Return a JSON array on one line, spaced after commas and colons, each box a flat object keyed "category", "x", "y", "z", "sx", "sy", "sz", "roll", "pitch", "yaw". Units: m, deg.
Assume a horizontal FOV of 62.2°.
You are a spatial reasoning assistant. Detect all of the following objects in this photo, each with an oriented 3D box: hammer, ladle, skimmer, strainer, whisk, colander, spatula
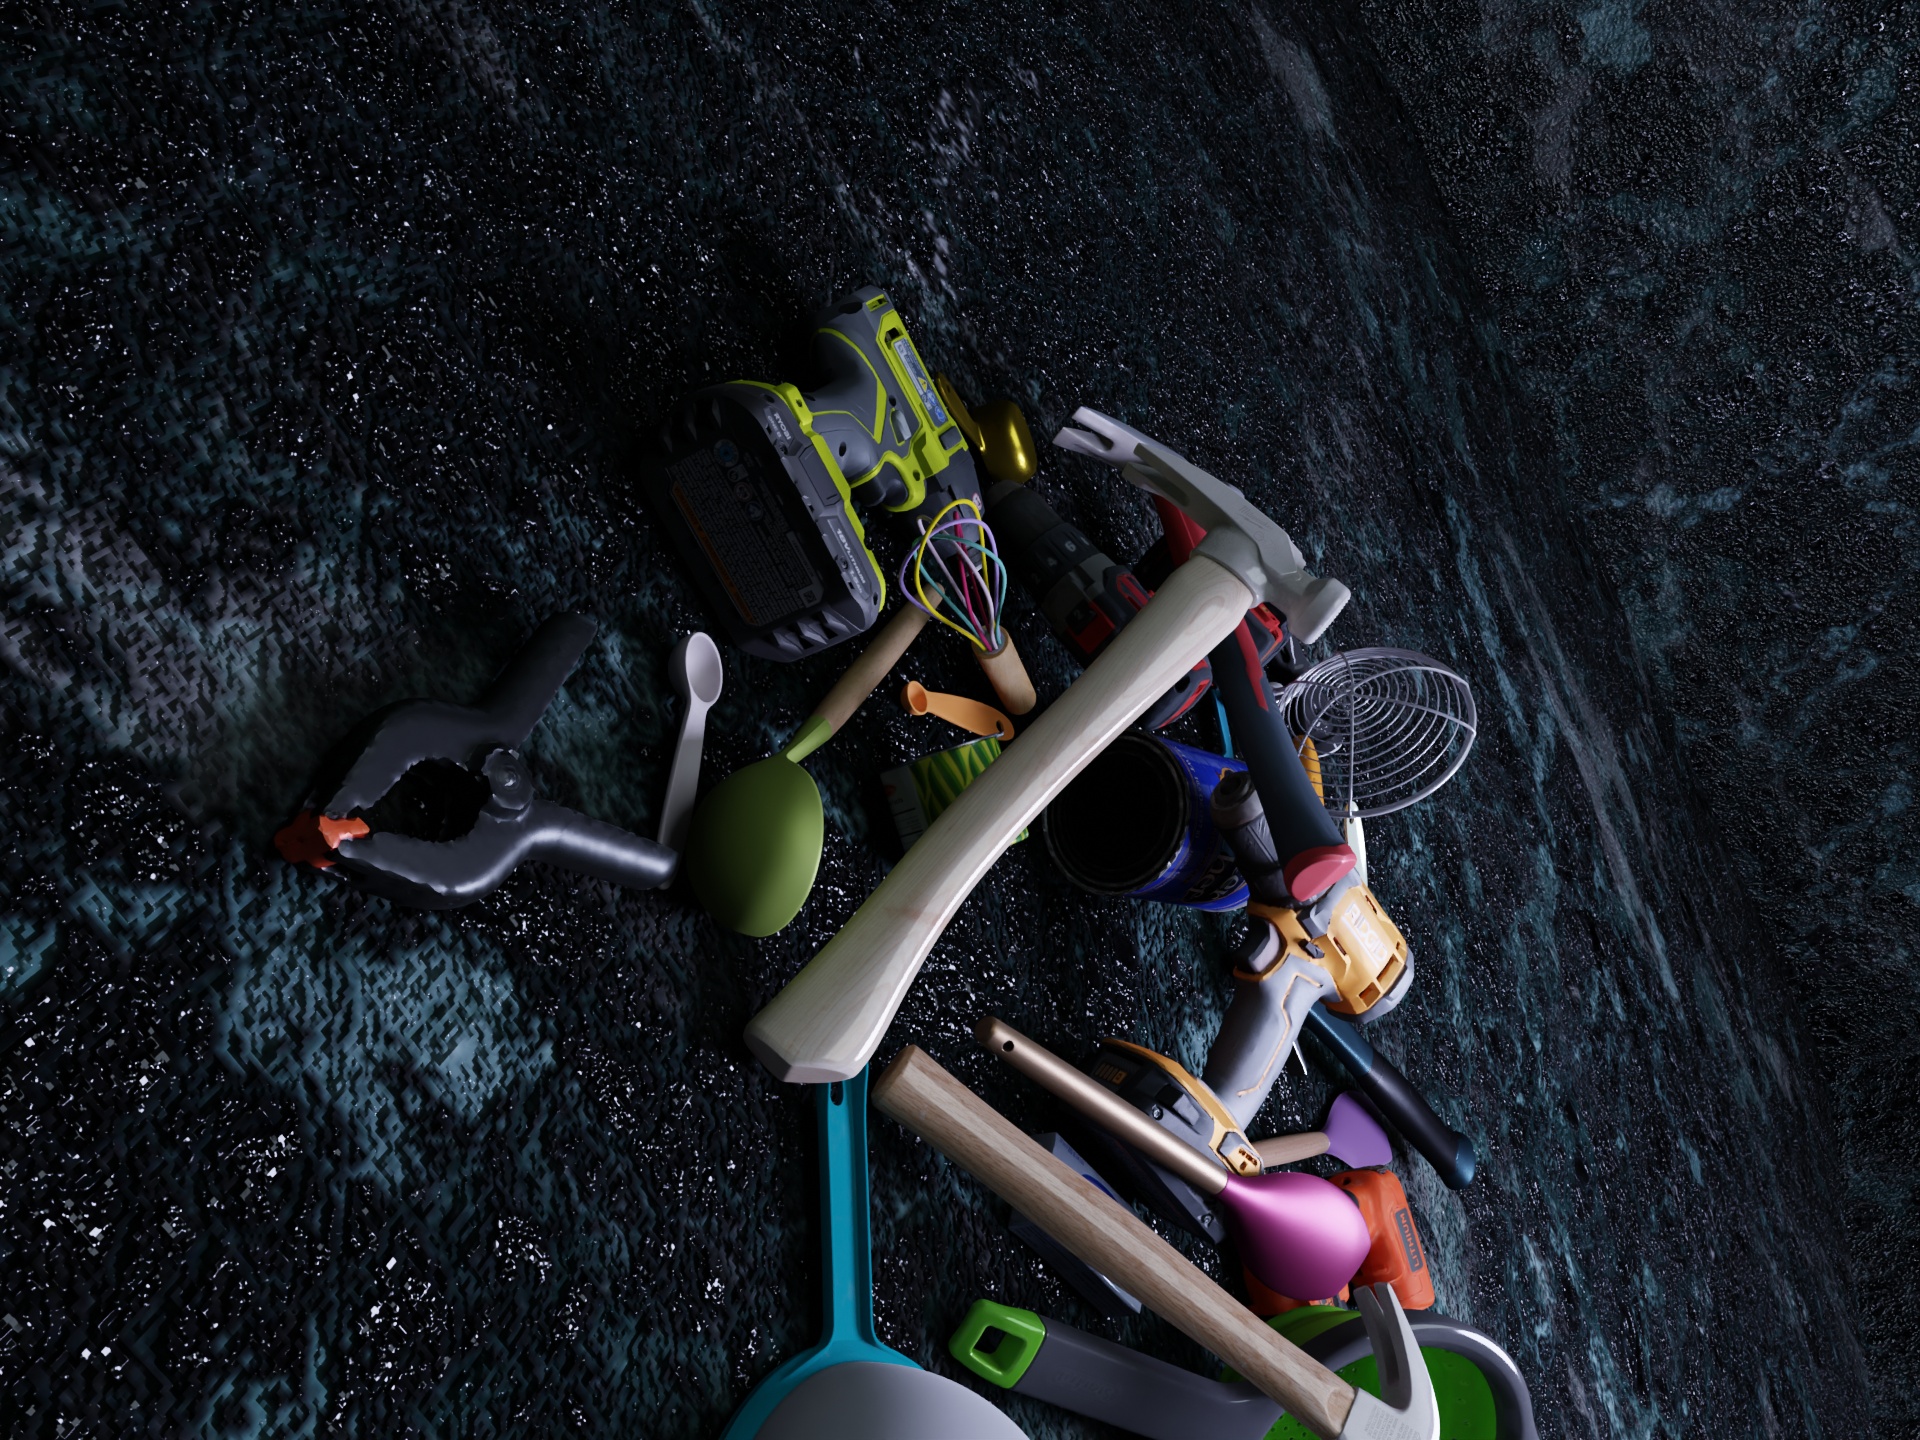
[{"category": "hammer", "x": 0.097, "y": 0.268, "z": 0.774, "sx": 0.331, "sy": 0.031, "sz": 0.130, "roll": 38, "pitch": 55, "yaw": -3}, {"category": "hammer", "x": 0.304, "y": 0.257, "z": 1.180, "sx": 0.330, "sy": 0.033, "sz": 0.128, "roll": 46, "pitch": 51, "yaw": -33}, {"category": "hammer", "x": 0.146, "y": -0.052, "z": 0.940, "sx": 0.143, "sy": 0.038, "sz": 0.387, "roll": 24, "pitch": 34, "yaw": -26}, {"category": "hammer", "x": 0.260, "y": 0.030, "z": 1.213, "sx": 0.127, "sy": 0.034, "sz": 0.337, "roll": 61, "pitch": 20, "yaw": -16}, {"category": "ladle", "x": -0.053, "y": 0.001, "z": 0.803, "sx": 0.062, "sy": 0.078, "sz": 0.320, "roll": 40, "pitch": 31, "yaw": -4}, {"category": "skimmer", "x": 0.237, "y": 0.006, "z": 1.075, "sx": 0.090, "sy": 0.127, "sz": 0.363, "roll": 55, "pitch": -1, "yaw": 0}, {"category": "strainer", "x": -0.015, "y": 0.297, "z": 0.656, "sx": 0.210, "sy": 0.095, "sz": 0.341, "roll": 23, "pitch": 56, "yaw": -50}, {"category": "whisk", "x": 0.015, "y": -0.054, "z": 0.867, "sx": 0.244, "sy": 0.051, "sz": 0.047, "roll": 58, "pitch": 34, "yaw": -67}, {"category": "colander", "x": 0.146, "y": 0.366, "z": 0.866, "sx": 0.396, "sy": 0.204, "sz": 0.095, "roll": 30, "pitch": 5, "yaw": -25}, {"category": "spatula", "x": 0.243, "y": 0.297, "z": 1.122, "sx": 0.315, "sy": 0.018, "sz": 0.060, "roll": 13, "pitch": 57, "yaw": -55}, {"category": "hammer", "x": 0.035, "y": 0.014, "z": 0.797, "sx": 0.146, "sy": 0.038, "sz": 0.411, "roll": 40, "pitch": 60, "yaw": 9}]

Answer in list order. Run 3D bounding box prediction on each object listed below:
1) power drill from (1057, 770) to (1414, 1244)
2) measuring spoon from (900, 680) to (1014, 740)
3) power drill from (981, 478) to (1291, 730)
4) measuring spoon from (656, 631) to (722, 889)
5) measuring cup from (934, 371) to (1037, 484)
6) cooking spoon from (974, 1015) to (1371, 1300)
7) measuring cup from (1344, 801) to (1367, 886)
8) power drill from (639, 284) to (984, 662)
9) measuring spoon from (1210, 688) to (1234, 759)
[{"category": "power drill", "x": 0.154, "y": 0.157, "z": 0.911, "sx": 0.226, "sy": 0.084, "sz": 0.185, "roll": -49, "pitch": 119, "yaw": -20}, {"category": "measuring spoon", "x": -0.001, "y": -0.003, "z": 0.926, "sx": 0.116, "sy": 0.011, "sz": 0.021, "roll": 18, "pitch": 58, "yaw": -56}, {"category": "power drill", "x": 0.118, "y": -0.088, "z": 1.065, "sx": 0.188, "sy": 0.080, "sz": 0.226, "roll": 50, "pitch": 28, "yaw": 14}, {"category": "measuring spoon", "x": -0.129, "y": 0.017, "z": 0.717, "sx": 0.034, "sy": 0.018, "sz": 0.124, "roll": 51, "pitch": 40, "yaw": -57}, {"category": "measuring cup", "x": 0.017, "y": -0.188, "z": 0.990, "sx": 0.156, "sy": 0.029, "sz": 0.062, "roll": 29, "pitch": 46, "yaw": -72}, {"category": "cooking spoon", "x": 0.119, "y": 0.233, "z": 0.837, "sx": 0.318, "sy": 0.017, "sz": 0.069, "roll": 38, "pitch": 87, "yaw": -29}, {"category": "measuring cup", "x": 0.291, "y": 0.139, "z": 1.218, "sx": 0.083, "sy": 0.038, "sz": 0.167, "roll": -21, "pitch": 109, "yaw": -41}, {"category": "power drill", "x": -0.060, "y": -0.126, "z": 0.842, "sx": 0.171, "sy": 0.080, "sz": 0.223, "roll": 62, "pitch": 30, "yaw": -13}, {"category": "measuring spoon", "x": 0.193, "y": 0.016, "z": 1.207, "sx": 0.042, "sy": 0.021, "sz": 0.129, "roll": 50, "pitch": 27, "yaw": -42}]
